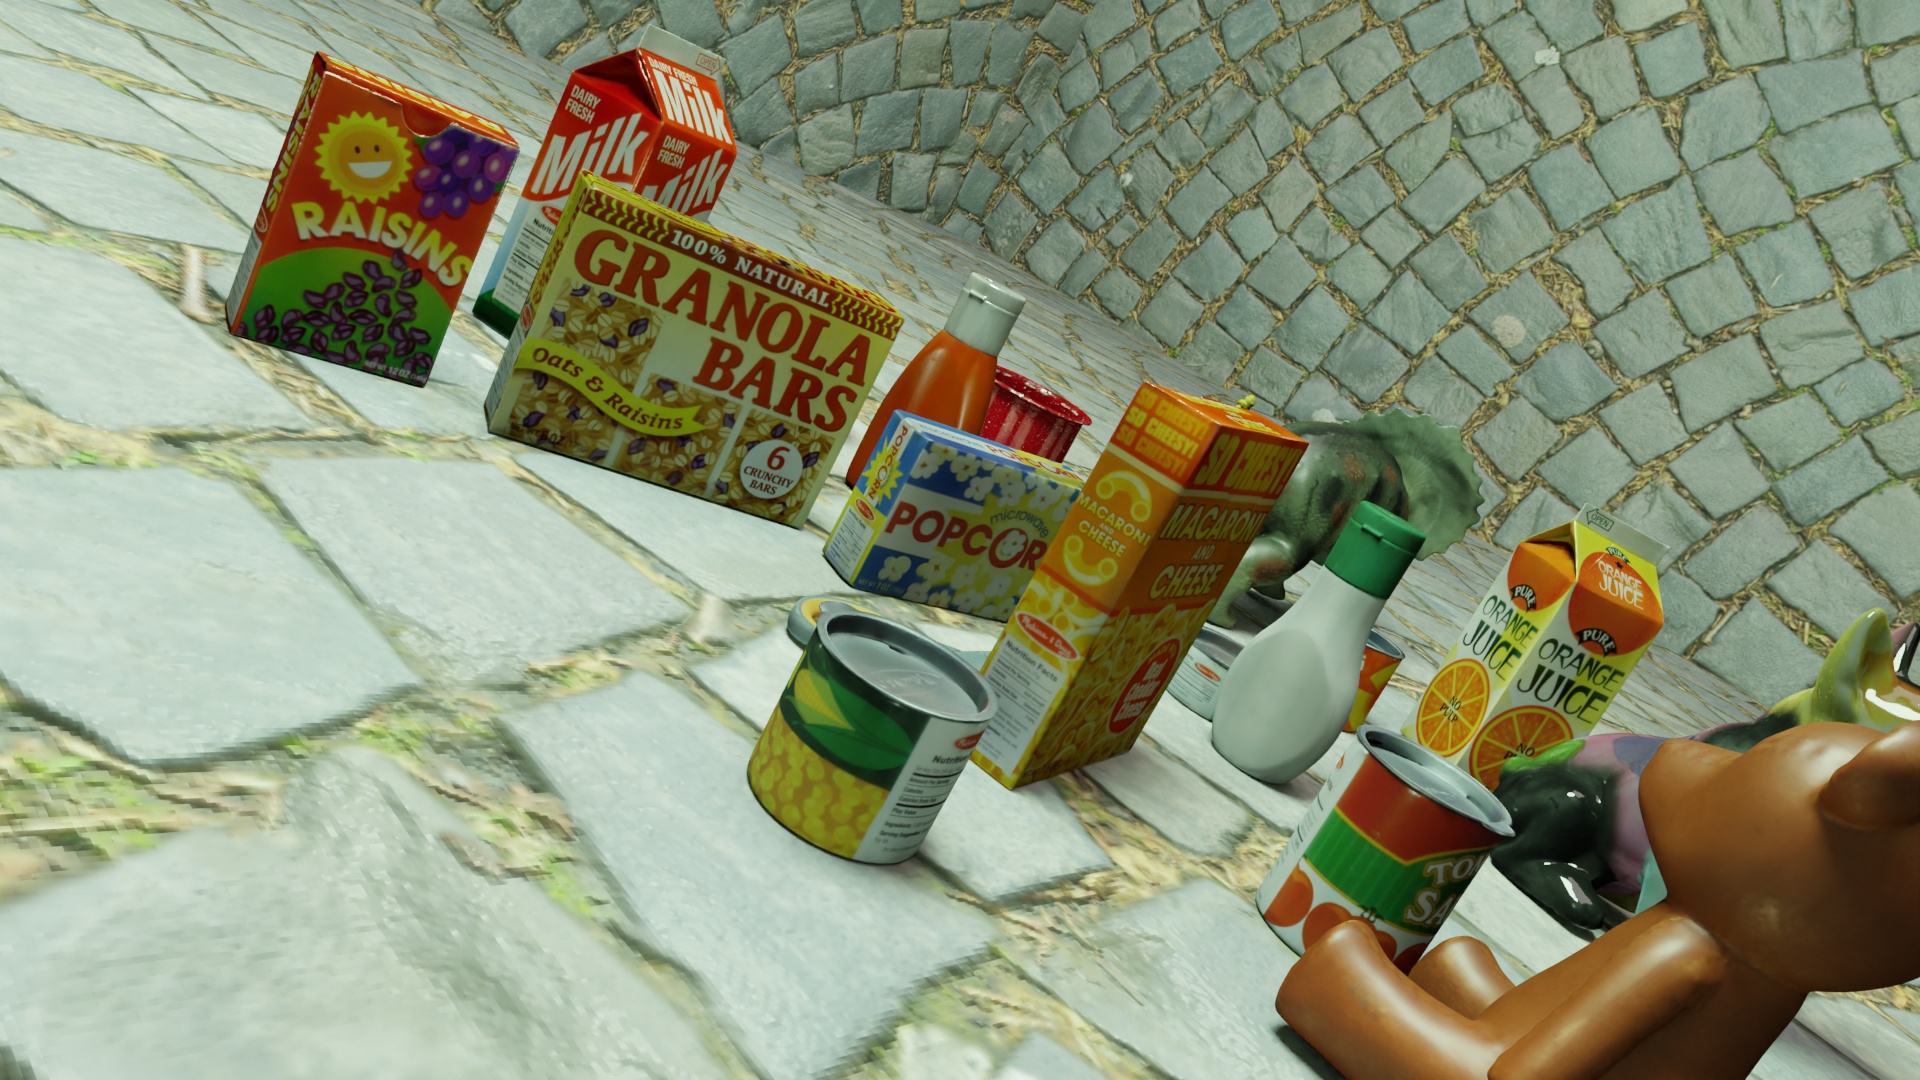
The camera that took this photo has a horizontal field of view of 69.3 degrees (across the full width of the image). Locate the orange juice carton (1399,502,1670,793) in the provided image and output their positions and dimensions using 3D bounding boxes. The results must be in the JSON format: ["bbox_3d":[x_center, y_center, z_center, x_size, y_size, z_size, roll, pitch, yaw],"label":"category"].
[{"bbox_3d":[0.371,0.072,0.883,0.072,0.192,0.073,24,14,-14],"label":"orange juice carton"}]

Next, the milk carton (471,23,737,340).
[{"bbox_3d":[-0.193,-0.193,0.786,0.073,0.190,0.072,33,15,21],"label":"milk carton"}]

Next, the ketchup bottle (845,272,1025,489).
[{"bbox_3d":[-0.011,-0.085,0.824,0.065,0.148,0.043,34,15,24],"label":"ketchup bottle"}]

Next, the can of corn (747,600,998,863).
[{"bbox_3d":[-0.032,0.063,0.462,0.071,0.058,0.071,26,14,-7],"label":"can of corn"}]

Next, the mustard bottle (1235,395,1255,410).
[{"bbox_3d":[0.127,-0.017,0.816,0.065,0.159,0.049,33,15,19],"label":"mustard bottle"}]

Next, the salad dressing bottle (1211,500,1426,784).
[{"bbox_3d":[0.182,0.052,0.705,0.064,0.147,0.044,37,17,33],"label":"salad dressing bottle"}]

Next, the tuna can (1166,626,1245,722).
[{"bbox_3d":[0.148,0.078,0.782,0.071,0.032,0.071,26,15,-7],"label":"tuna can"}]

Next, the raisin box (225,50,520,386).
[{"bbox_3d":[-0.261,-0.140,0.615,0.086,0.123,0.040,16,18,-38],"label":"raisin box"}]

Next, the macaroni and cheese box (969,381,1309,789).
[{"bbox_3d":[0.073,0.018,0.586,0.040,0.166,0.124,34,16,25],"label":"macaroni and cheese box"}]

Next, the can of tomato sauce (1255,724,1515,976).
[{"bbox_3d":[0.167,0.127,0.549,0.071,0.083,0.071,26,14,-7],"label":"can of tomato sauce"}]

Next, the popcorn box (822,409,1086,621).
[{"bbox_3d":[0.003,-0.009,0.715,0.127,0.085,0.038,15,19,-40],"label":"popcorn box"}]

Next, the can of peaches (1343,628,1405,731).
[{"bbox_3d":[0.237,0.080,0.884,0.071,0.058,0.071,26,14,-7],"label":"can of peaches"}]

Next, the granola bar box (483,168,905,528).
[{"bbox_3d":[-0.128,-0.088,0.674,0.165,0.124,0.039,19,17,-32],"label":"granola bar box"}]
